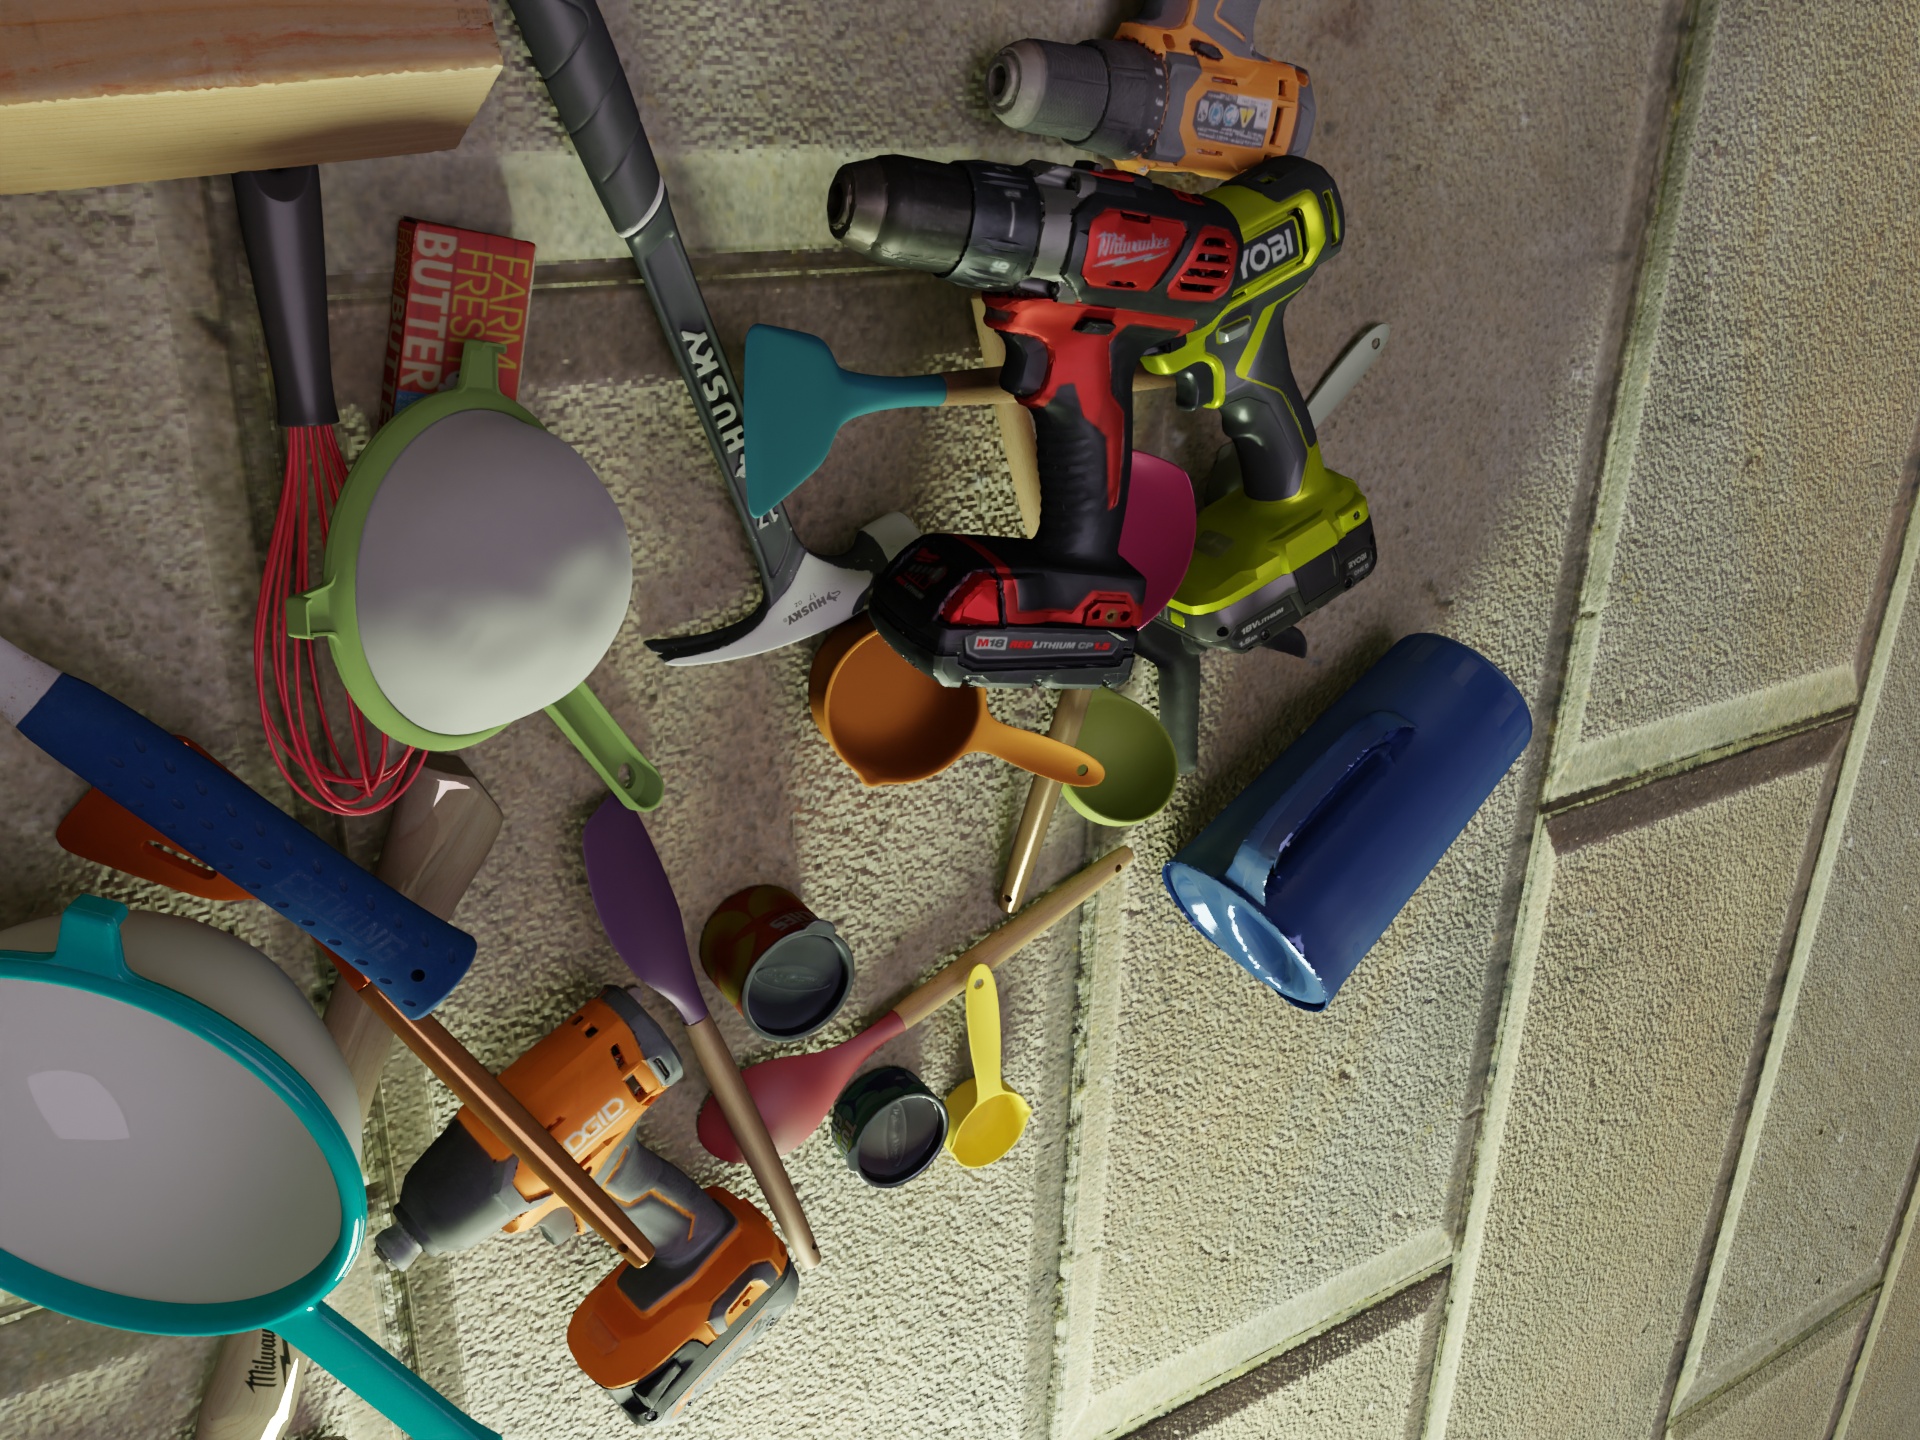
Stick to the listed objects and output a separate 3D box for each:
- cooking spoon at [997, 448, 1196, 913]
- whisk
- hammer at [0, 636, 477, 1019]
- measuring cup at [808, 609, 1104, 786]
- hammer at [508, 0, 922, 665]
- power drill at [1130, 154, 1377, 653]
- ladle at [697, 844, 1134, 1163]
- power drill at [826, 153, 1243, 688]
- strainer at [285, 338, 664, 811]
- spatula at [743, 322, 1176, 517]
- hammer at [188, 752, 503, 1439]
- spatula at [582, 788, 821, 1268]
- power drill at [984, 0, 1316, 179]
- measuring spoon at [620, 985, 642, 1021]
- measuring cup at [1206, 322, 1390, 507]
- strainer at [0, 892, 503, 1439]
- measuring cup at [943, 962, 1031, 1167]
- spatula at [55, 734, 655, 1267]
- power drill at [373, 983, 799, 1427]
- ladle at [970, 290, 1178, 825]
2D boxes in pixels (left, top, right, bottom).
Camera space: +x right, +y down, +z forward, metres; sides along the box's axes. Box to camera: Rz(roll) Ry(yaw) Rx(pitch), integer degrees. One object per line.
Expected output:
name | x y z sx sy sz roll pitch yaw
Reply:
cooking spoon | 0.061 -0.008 0.867 0.017 0.069 0.318 -58 167 -51
whisk | -0.261 -0.101 0.645 0.073 0.073 0.295 -12 110 -30
hammer | -0.345 -0.019 0.587 0.405 0.035 0.144 44 82 -27
measuring cup | -0.001 -0.003 0.851 0.173 0.052 0.095 21 99 -28
hammer | -0.138 -0.204 0.697 0.149 0.036 0.408 -32 125 -18
power drill | 0.133 -0.156 0.830 0.171 0.080 0.223 -31 124 -17
ladle | -0.016 0.164 0.949 0.315 0.031 0.069 -33 126 -21
power drill | 0.018 -0.133 0.703 0.187 0.080 0.226 0 113 -28
strainer | -0.168 -0.027 0.692 0.256 0.069 0.152 65 41 -52
spatula | 0.016 -0.161 0.780 0.317 0.044 0.082 -15 115 -38
hammer | -0.314 0.208 0.756 0.146 0.038 0.410 13 102 -36
spatula | -0.133 0.179 0.846 0.060 0.018 0.315 -61 138 -53
power drill | 0.106 -0.379 0.761 0.185 0.084 0.226 -6 118 -32
measuring spoon | -0.207 0.192 0.839 0.124 0.018 0.034 -58 137 -9
measuring cup | 0.215 -0.169 0.951 0.167 0.038 0.083 -52 129 -2
strainer | -0.301 0.197 0.684 0.211 0.095 0.340 -25 118 20
measuring cup | 0.009 0.207 0.979 0.062 0.029 0.156 -20 122 -27
spatula | -0.249 0.137 0.705 0.081 0.041 0.322 -36 104 16
power drill | -0.189 0.264 0.822 0.164 0.084 0.226 -40 130 -24
ladle | 0.058 -0.080 0.874 0.078 0.062 0.320 -33 123 -28
